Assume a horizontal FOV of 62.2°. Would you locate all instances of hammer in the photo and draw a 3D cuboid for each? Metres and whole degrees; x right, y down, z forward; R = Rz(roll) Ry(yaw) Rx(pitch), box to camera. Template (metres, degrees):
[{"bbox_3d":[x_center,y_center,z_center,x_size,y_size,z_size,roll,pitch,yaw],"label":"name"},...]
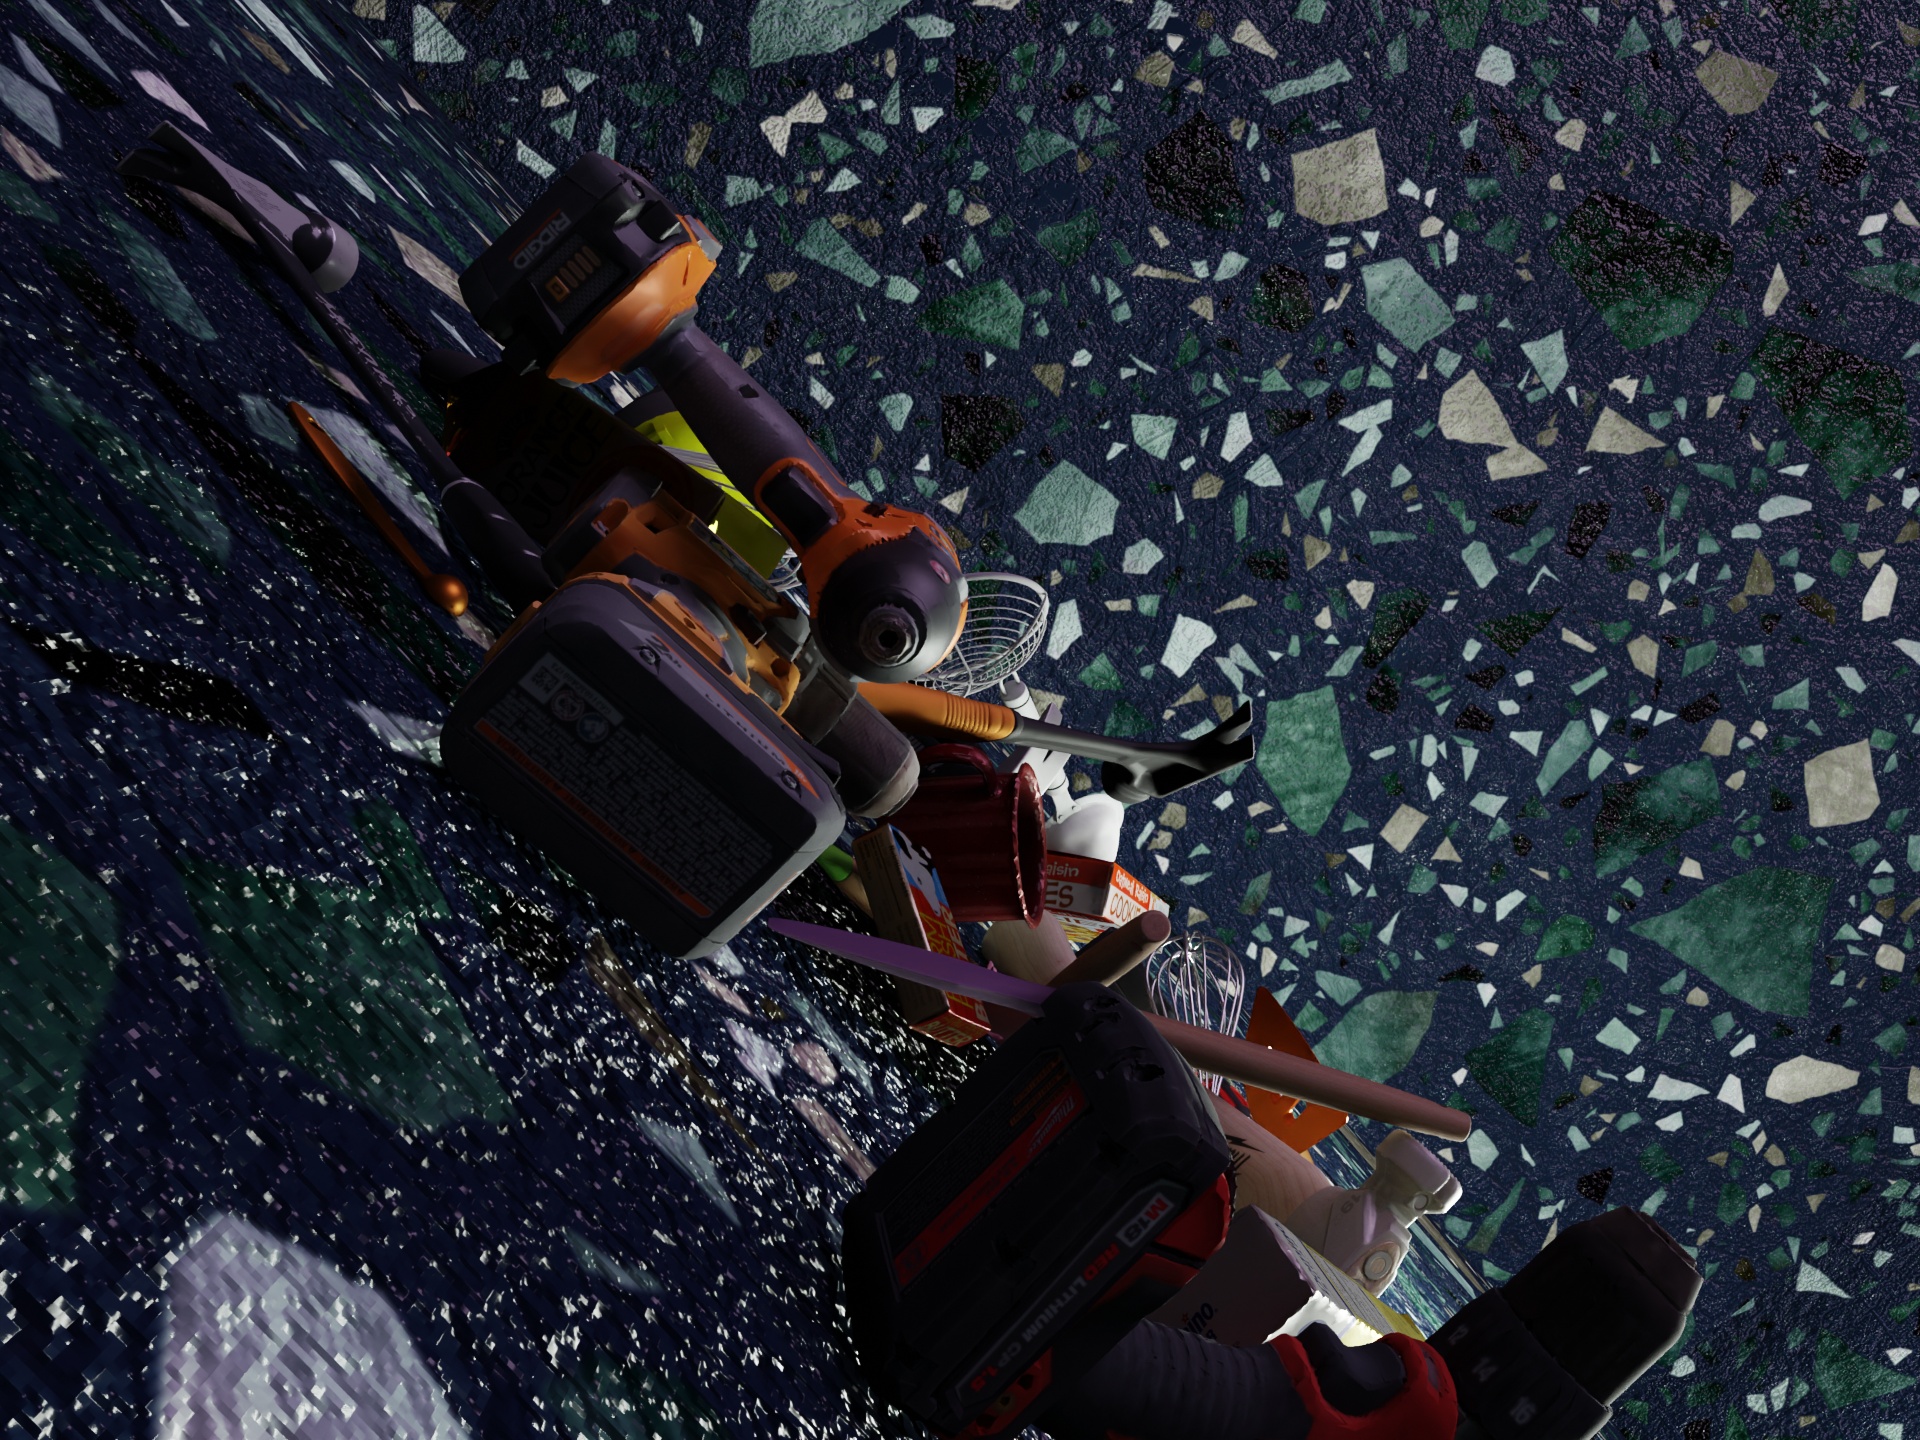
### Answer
[{"bbox_3d":[-0.230,-0.112,0.709,0.409,0.036,0.149,50,5,16],"label":"hammer"},{"bbox_3d":[0.091,0.199,0.858,0.038,0.146,0.411,48,-6,-24],"label":"hammer"},{"bbox_3d":[-0.047,-0.001,1.093,0.035,0.146,0.335,55,-8,-32],"label":"hammer"},{"bbox_3d":[-0.001,-0.003,0.872,0.336,0.034,0.127,10,-21,-28],"label":"hammer"}]

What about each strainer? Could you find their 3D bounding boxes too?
[{"bbox_3d":[0.069,0.051,1.134,0.050,0.087,0.258,49,-10,44],"label":"strainer"}]

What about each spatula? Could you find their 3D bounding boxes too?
[{"bbox_3d":[0.070,0.130,0.680,0.316,0.018,0.060,17,-2,-4],"label":"spatula"},{"bbox_3d":[0.200,0.245,0.922,0.081,0.041,0.322,59,0,33],"label":"spatula"}]

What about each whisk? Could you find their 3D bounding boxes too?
[{"bbox_3d":[-0.186,-0.143,0.870,0.285,0.070,0.070,27,-3,17],"label":"whisk"},{"bbox_3d":[0.133,0.213,0.882,0.247,0.059,0.057,-84,171,-48],"label":"whisk"}]

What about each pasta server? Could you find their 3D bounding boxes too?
[{"bbox_3d":[0.052,0.122,0.751,0.060,0.040,0.316,33,-21,2],"label":"pasta server"}]

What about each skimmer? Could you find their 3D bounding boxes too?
[{"bbox_3d":[-0.071,-0.080,1.103,0.127,0.090,0.363,-2,12,-30],"label":"skimmer"}]

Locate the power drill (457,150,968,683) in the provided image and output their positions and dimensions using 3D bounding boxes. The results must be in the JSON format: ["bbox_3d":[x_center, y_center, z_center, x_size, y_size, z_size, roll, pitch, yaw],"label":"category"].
[{"bbox_3d":[-0.083,-0.107,0.620,0.226,0.084,0.164,47,8,-13],"label":"power drill"}]

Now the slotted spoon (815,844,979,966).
[{"bbox_3d":[-0.048,0.089,0.819,0.313,0.031,0.070,47,8,-46],"label":"slotted spoon"}]

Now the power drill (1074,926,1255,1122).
[{"bbox_3d":[0.146,0.250,1.044,0.219,0.078,0.143,50,4,-27],"label":"power drill"}]

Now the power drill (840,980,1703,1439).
[{"bbox_3d":[0.098,0.175,0.467,0.226,0.188,0.080,43,5,-21],"label":"power drill"}]

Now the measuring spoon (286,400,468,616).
[{"bbox_3d":[-0.230,-0.086,0.628,0.117,0.011,0.021,49,4,12],"label":"measuring spoon"}]

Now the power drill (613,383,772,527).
[{"bbox_3d":[-0.135,-0.084,0.966,0.171,0.080,0.223,41,24,-56],"label":"power drill"}]

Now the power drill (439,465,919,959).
[{"bbox_3d":[-0.088,0.001,0.600,0.185,0.084,0.226,43,13,-16],"label":"power drill"}]
